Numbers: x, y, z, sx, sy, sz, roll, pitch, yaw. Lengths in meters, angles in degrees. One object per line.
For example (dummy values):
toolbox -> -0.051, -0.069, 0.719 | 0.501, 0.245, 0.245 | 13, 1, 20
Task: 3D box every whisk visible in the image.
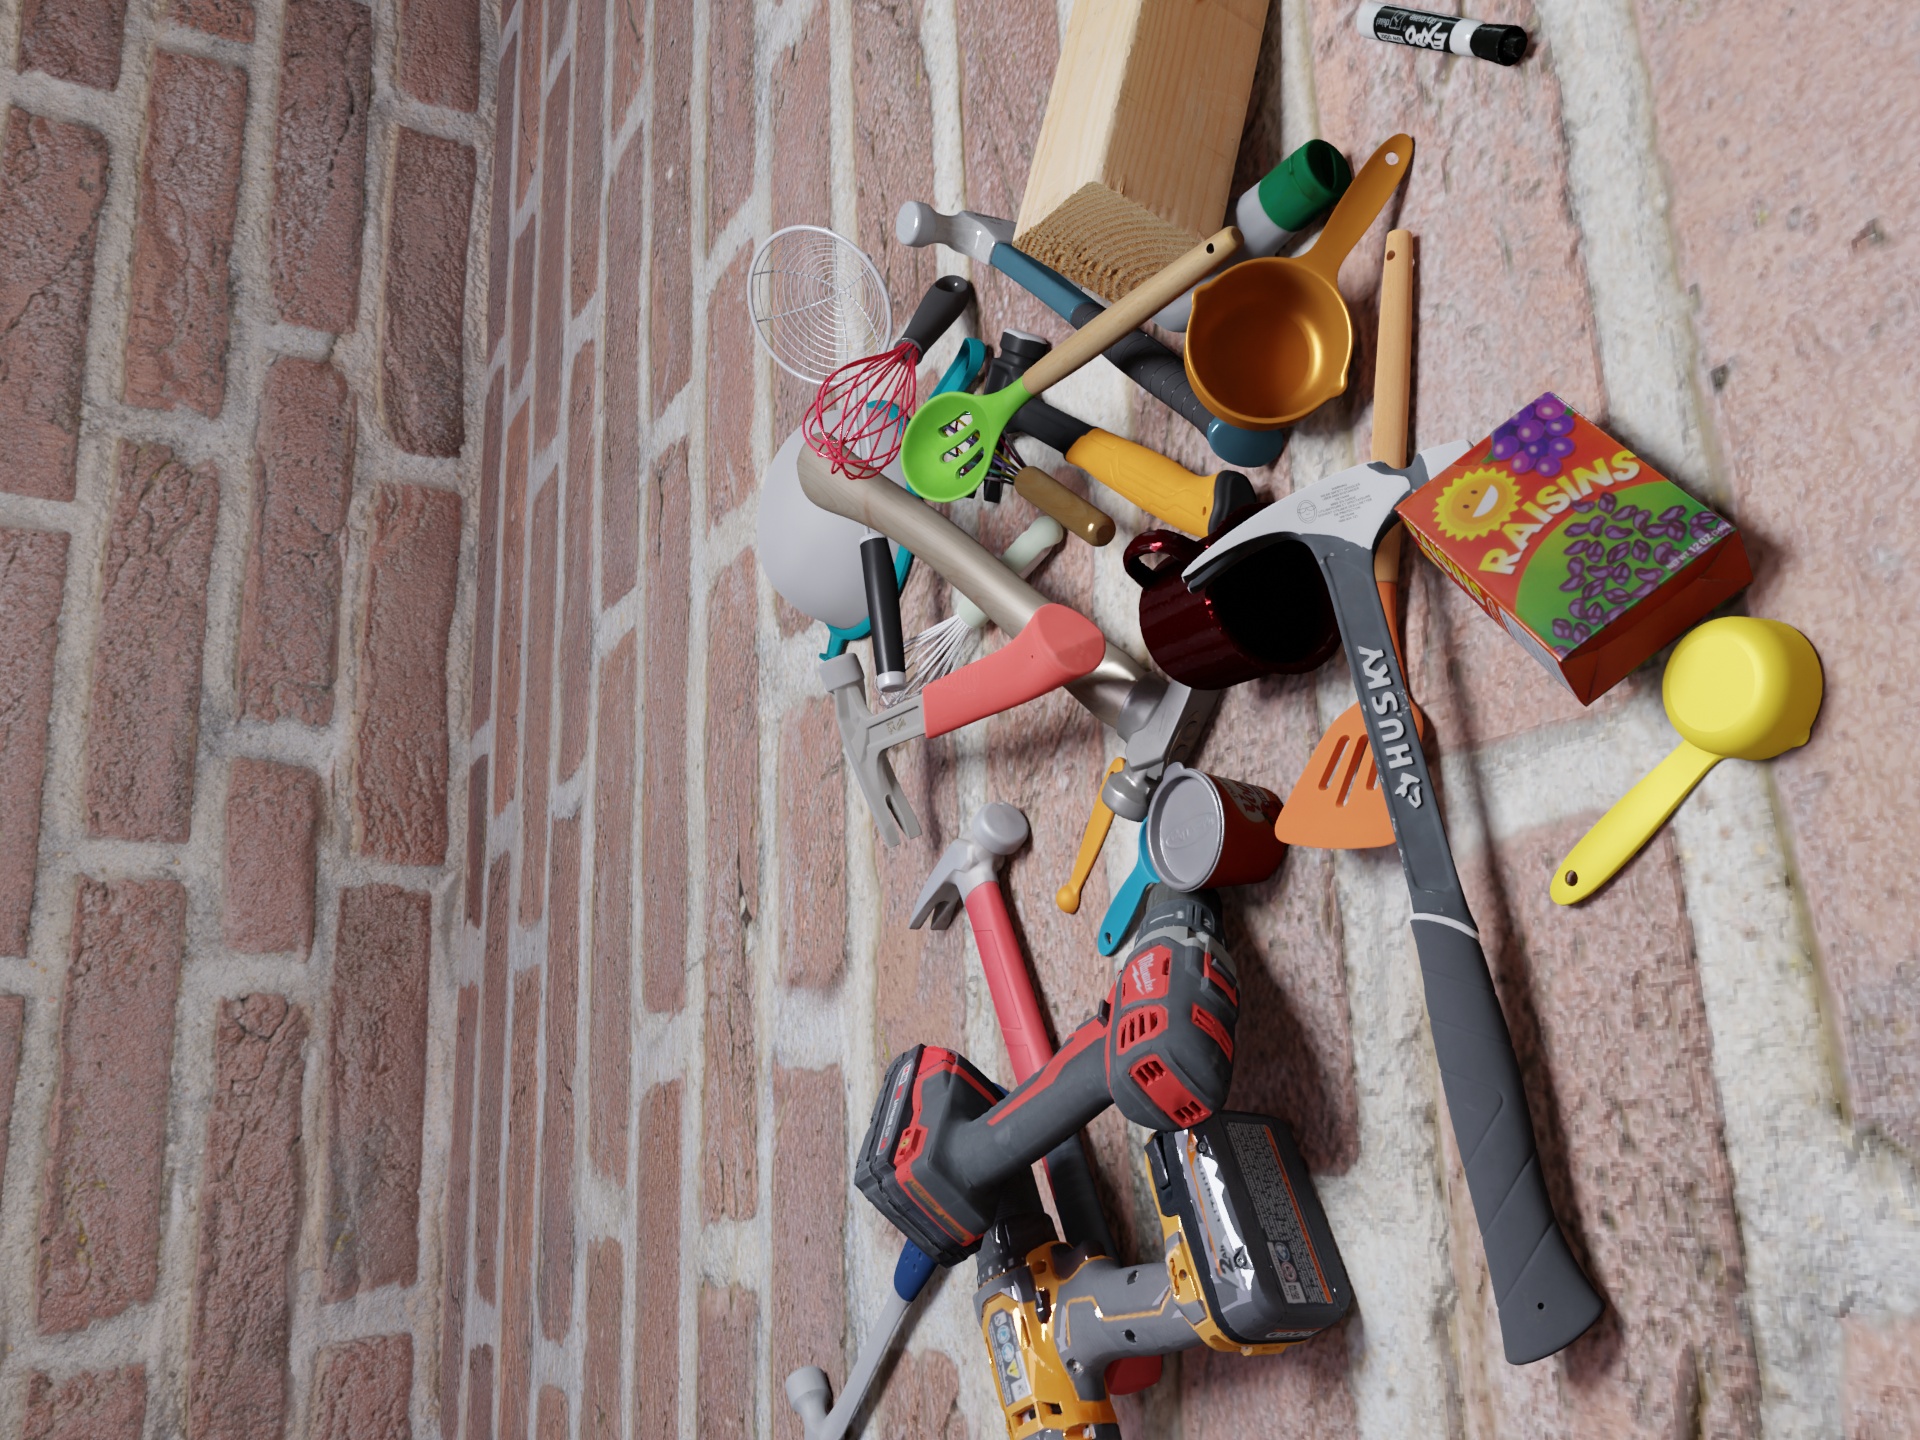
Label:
whisk -> 0.038, -0.165, 1.063 | 0.245, 0.051, 0.047 | -134, 37, -52
whisk -> -0.044, -0.260, 1.163 | 0.073, 0.073, 0.296 | -56, 6, 41
whisk -> 0.004, -0.074, 1.184 | 0.059, 0.058, 0.246 | 51, 135, 6

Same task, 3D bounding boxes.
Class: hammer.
hammer -> 0.087, -0.249, 1.005 | 0.331, 0.128, 0.033 | 50, 131, 41
hammer -> 0.046, 0.248, 1.045 | 0.143, 0.038, 0.387 | -58, 38, 41
hammer -> 0.089, -0.166, 1.037 | 0.337, 0.034, 0.127 | 44, 122, 58
hammer -> -0.042, 0.430, 1.174 | 0.144, 0.035, 0.405 | 59, 134, 48
hammer -> 0.210, 0.076, 0.725 | 0.149, 0.036, 0.409 | -14, 73, 15
hammer -> -0.002, -0.003, 1.049 | 0.359, 0.036, 0.149 | -21, 91, 64
hammer -> 0.016, -0.104, 1.061 | 0.411, 0.038, 0.146 | 41, 121, 38

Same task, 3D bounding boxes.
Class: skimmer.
skimmer -> -0.093, -0.201, 1.218 | 0.127, 0.090, 0.363 | -19, 71, 34

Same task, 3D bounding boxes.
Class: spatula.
spatula -> 0.210, -0.095, 0.807 | 0.081, 0.041, 0.323 | -3, 81, 54

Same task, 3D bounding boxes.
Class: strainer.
strainer -> -0.093, -0.209, 1.326 | 0.340, 0.095, 0.211 | -47, 45, 50

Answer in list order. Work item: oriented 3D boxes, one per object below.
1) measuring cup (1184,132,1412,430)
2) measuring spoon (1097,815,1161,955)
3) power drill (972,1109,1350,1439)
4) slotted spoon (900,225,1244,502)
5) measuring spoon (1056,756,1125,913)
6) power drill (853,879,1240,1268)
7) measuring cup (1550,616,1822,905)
measuring cup -> 0.188, -0.236, 0.860 | 0.173, 0.095, 0.052 | -56, -3, 2
measuring spoon -> 0.114, 0.104, 0.978 | 0.128, 0.021, 0.042 | 112, 144, -44
power drill -> 0.088, 0.291, 0.879 | 0.226, 0.084, 0.186 | -45, 46, 34
slotted spoon -> 0.059, -0.212, 0.958 | 0.314, 0.031, 0.070 | -26, 82, 52
measuring spoon -> 0.084, 0.075, 1.036 | 0.021, 0.011, 0.117 | 50, 127, 53
power drill -> 0.058, 0.183, 0.882 | 0.226, 0.080, 0.188 | -37, 15, 25
measuring cup -> 0.286, 0.022, 0.656 | 0.156, 0.029, 0.062 | -61, 36, 34
